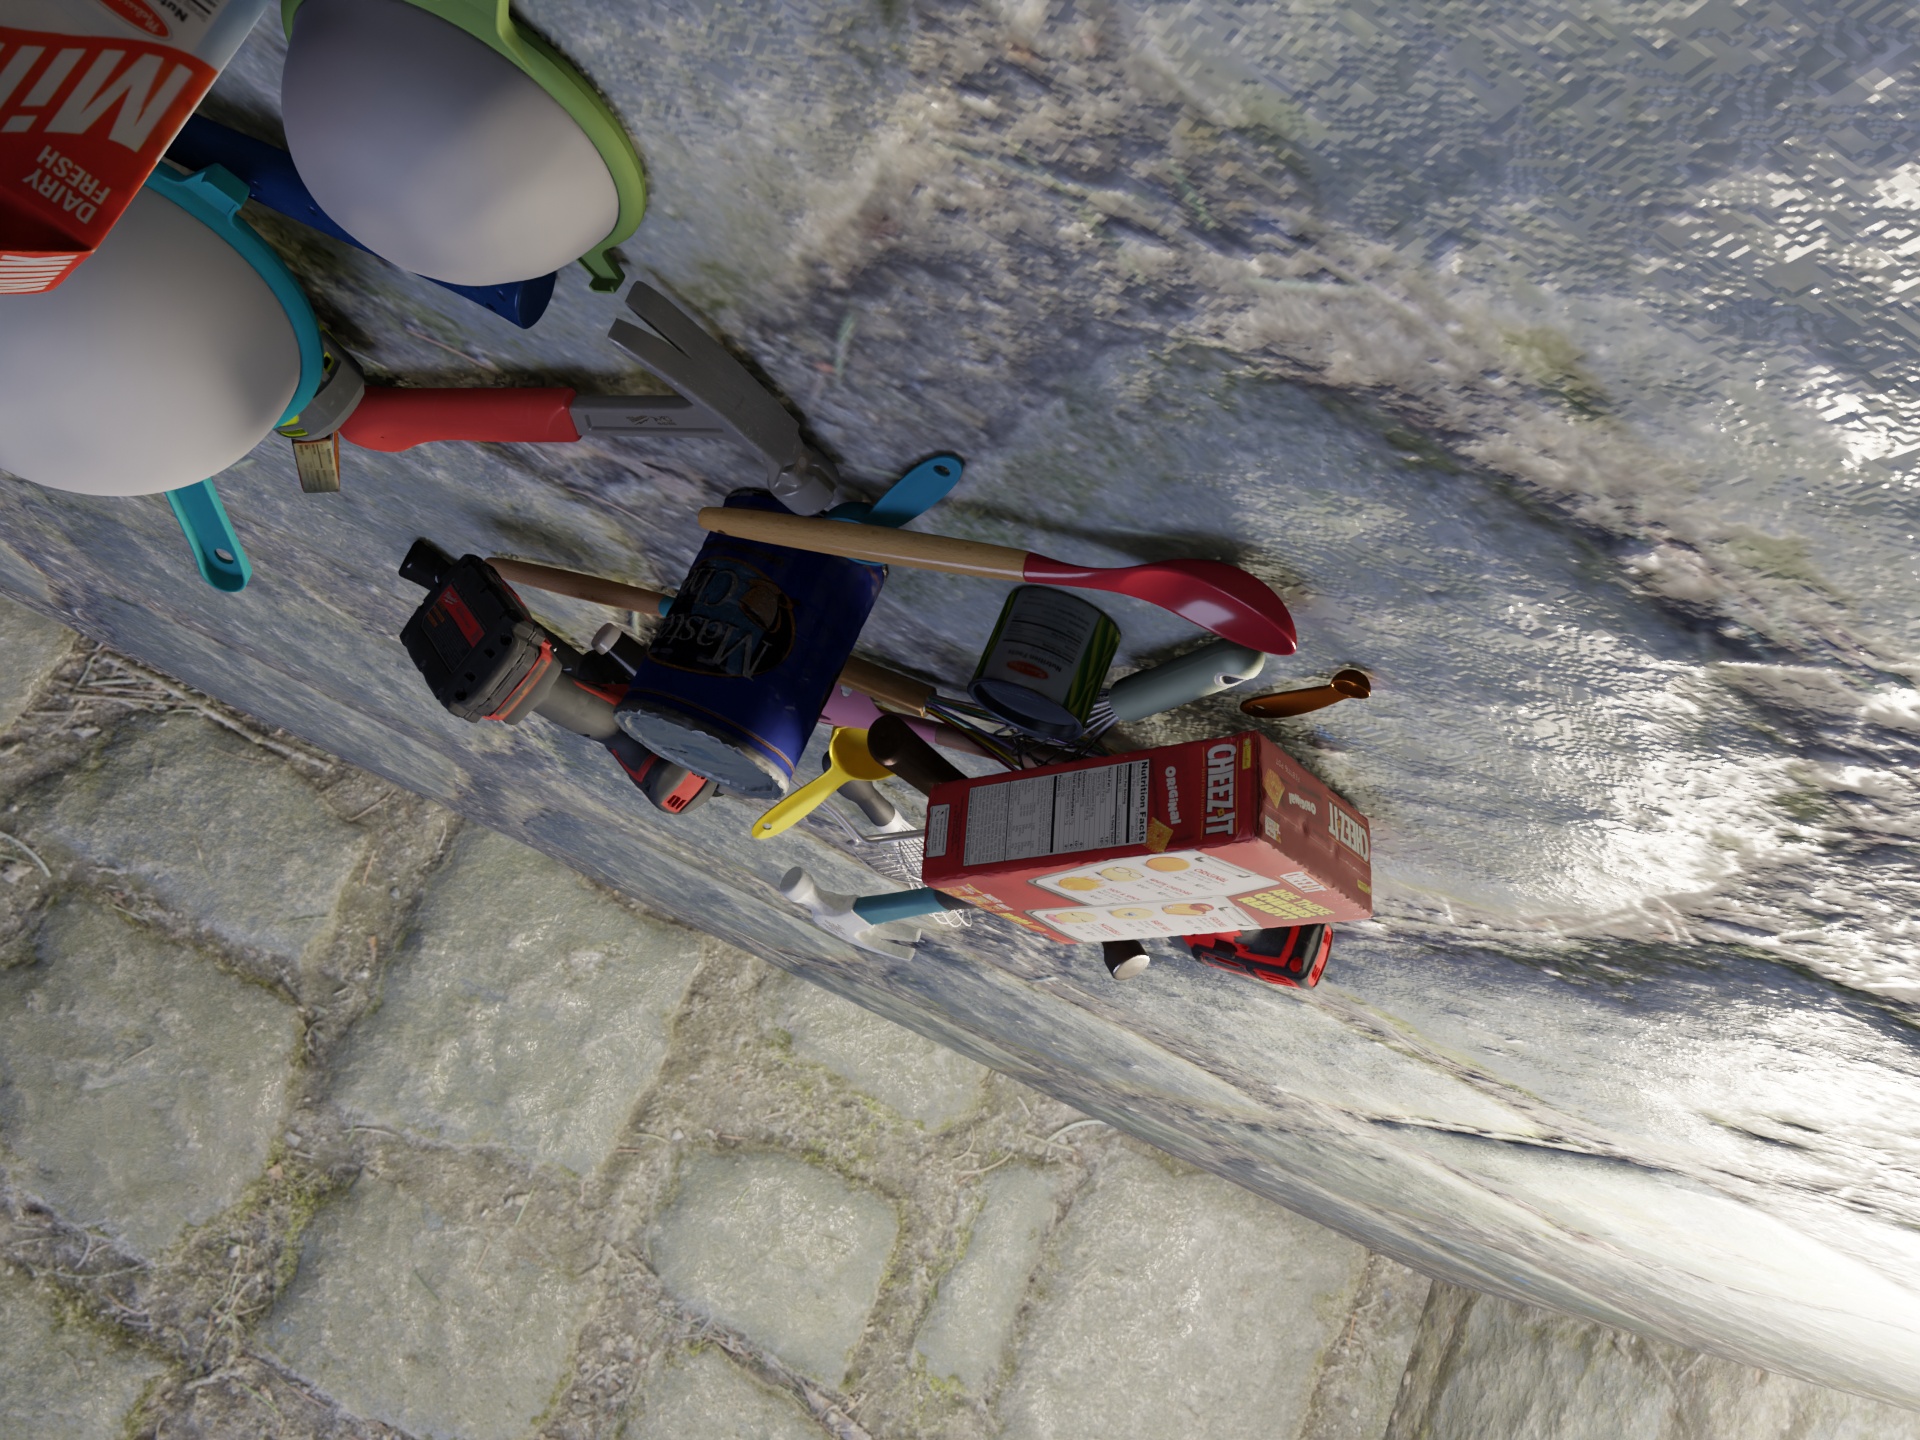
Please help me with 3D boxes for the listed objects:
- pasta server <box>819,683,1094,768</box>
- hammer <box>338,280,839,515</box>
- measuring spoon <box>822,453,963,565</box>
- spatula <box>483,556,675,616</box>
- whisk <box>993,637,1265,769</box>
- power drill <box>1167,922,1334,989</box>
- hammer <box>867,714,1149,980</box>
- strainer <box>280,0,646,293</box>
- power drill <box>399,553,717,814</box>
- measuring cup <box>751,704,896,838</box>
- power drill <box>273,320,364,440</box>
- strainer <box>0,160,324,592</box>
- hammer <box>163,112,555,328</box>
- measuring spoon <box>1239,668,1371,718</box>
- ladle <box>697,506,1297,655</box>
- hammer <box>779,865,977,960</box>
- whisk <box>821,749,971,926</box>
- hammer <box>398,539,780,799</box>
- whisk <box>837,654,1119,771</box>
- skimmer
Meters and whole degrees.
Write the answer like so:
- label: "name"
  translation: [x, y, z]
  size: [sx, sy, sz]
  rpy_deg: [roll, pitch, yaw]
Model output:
- label: "pasta server"
  translation: [0.013, 0.008, 1.065]
  size: [0.316, 0.040, 0.060]
  rpy_deg: [14, 161, 19]
- label: "hammer"
  translation: [-0.233, -0.166, 0.840]
  size: [0.359, 0.037, 0.149]
  rpy_deg: [10, 161, 39]
- label: "measuring spoon"
  translation: [-0.030, -0.111, 0.786]
  size: [0.042, 0.021, 0.128]
  rpy_deg: [31, 153, -19]
- label: "spatula"
  translation: [-0.228, -0.074, 1.106]
  size: [0.318, 0.044, 0.082]
  rpy_deg: [15, 174, 32]
- label: "whisk"
  translation: [0.088, -0.010, 0.873]
  size: [0.057, 0.059, 0.246]
  rpy_deg: [9, 165, -25]
- label: "power drill"
  translation: [0.168, 0.125, 1.126]
  size: [0.143, 0.078, 0.219]
  rpy_deg: [13, 163, 34]
- label: "hammer"
  translation: [0.030, 0.075, 1.081]
  size: [0.331, 0.031, 0.130]
  rpy_deg: [41, -164, -52]
- label: "strainer"
  translation: [-0.186, -0.219, 0.563]
  size: [0.151, 0.069, 0.256]
  rpy_deg: [28, 164, -13]
- label: "power drill"
  translation: [-0.291, -0.030, 1.163]
  size: [0.226, 0.080, 0.188]
  rpy_deg: [36, -174, -47]
- label: "measuring cup"
  translation: [-0.100, 0.039, 1.167]
  size: [0.062, 0.029, 0.156]
  rpy_deg: [37, 123, -28]
- label: "power drill"
  translation: [-0.462, -0.234, 0.888]
  size: [0.223, 0.080, 0.171]
  rpy_deg: [8, 151, 34]
- label: "strainer"
  translation: [-0.423, -0.138, 0.792]
  size: [0.211, 0.095, 0.340]
  rpy_deg: [9, 149, -2]
- label: "hammer"
  translation: [-0.375, -0.273, 0.717]
  size: [0.405, 0.035, 0.144]
  rpy_deg: [24, 163, 0]
- label: "measuring spoon"
  translation: [0.174, -0.014, 0.810]
  size: [0.021, 0.011, 0.117]
  rpy_deg: [27, 167, -13]
- label: "ladle"
  translation: [0.009, -0.076, 0.764]
  size: [0.315, 0.031, 0.069]
  rpy_deg: [12, 165, 22]
- label: "hammer"
  translation: [-0.004, 0.148, 1.353]
  size: [0.331, 0.033, 0.128]
  rpy_deg: [-15, 134, 42]
- label: "whisk"
  translation: [-0.050, 0.101, 1.388]
  size: [0.070, 0.070, 0.284]
  rpy_deg: [12, 154, 34]
- label: "hammer"
  translation: [-0.308, -0.031, 1.362]
  size: [0.149, 0.036, 0.408]
  rpy_deg: [5, 155, 45]
- label: "whisk"
  translation: [-0.003, -0.002, 1.023]
  size: [0.245, 0.047, 0.051]
  rpy_deg: [22, 165, 18]
- label: "skimmer"
  translation: [-0.118, 0.018, 1.216]
  size: [0.363, 0.090, 0.127]
  rpy_deg: [40, 152, -26]
